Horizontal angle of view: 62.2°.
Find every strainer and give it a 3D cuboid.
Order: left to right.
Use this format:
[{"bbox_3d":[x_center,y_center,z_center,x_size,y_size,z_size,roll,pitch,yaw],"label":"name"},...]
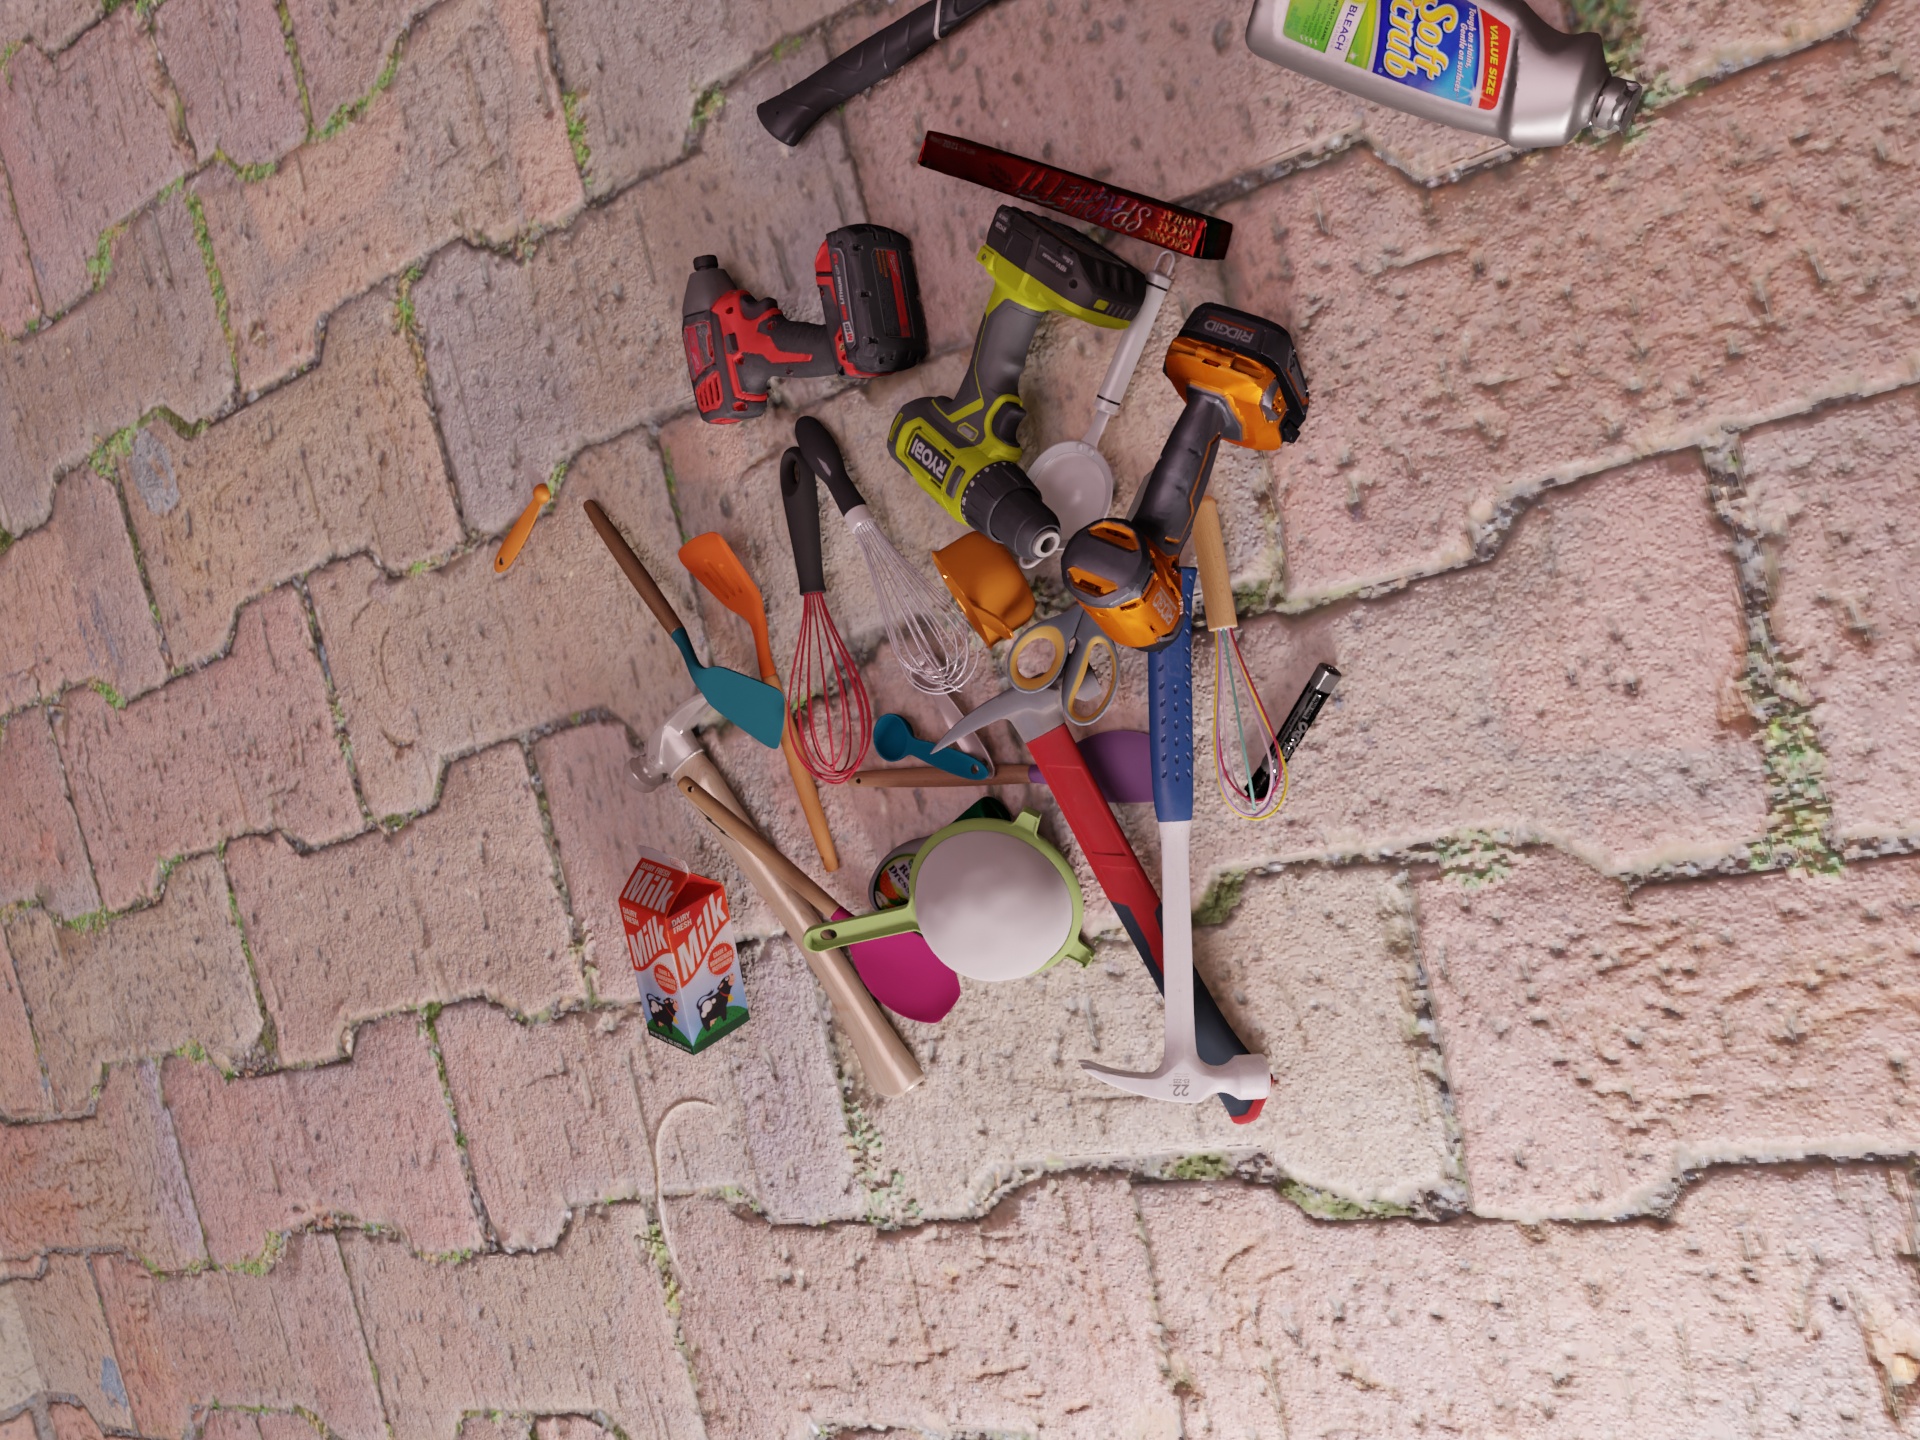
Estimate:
[{"bbox_3d":[-0.026,0.172,1.322,0.256,0.069,0.151,-15,108,21],"label":"strainer"},{"bbox_3d":[0.110,-0.232,1.211,0.087,0.050,0.258,35,111,35],"label":"strainer"}]

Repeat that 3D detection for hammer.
[{"bbox_3d":[-0.156,0.161,1.462,0.146,0.038,0.411,-43,78,30],"label":"hammer"},{"bbox_3d":[-0.001,-0.553,1.216,0.409,0.036,0.149,-18,89,34],"label":"hammer"},{"bbox_3d":[0.123,0.148,1.248,0.143,0.038,0.386,-28,91,5],"label":"hammer"},{"bbox_3d":[0.157,0.087,1.207,0.144,0.035,0.405,-2,90,-4],"label":"hammer"}]

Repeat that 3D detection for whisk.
[{"bbox_3d":[-0.125,-0.091,1.380,0.073,0.073,0.296,-8,89,33],"label":"whisk"},{"bbox_3d":[-0.069,-0.142,1.329,0.070,0.070,0.285,-41,70,31],"label":"whisk"},{"bbox_3d":[0.202,-0.047,1.183,0.047,0.051,0.245,-11,84,21],"label":"whisk"}]

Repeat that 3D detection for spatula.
[{"bbox_3d":[-0.261,-0.100,1.457,0.318,0.044,0.082,52,149,26],"label":"spatula"},{"bbox_3d":[-0.173,-0.014,1.432,0.081,0.041,0.322,-15,94,53],"label":"spatula"},{"bbox_3d":[0.037,0.043,1.327,0.316,0.018,0.060,-4,99,31],"label":"spatula"}]

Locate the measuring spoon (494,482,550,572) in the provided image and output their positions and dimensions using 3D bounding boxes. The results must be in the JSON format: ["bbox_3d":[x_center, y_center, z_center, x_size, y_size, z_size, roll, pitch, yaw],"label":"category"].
[{"bbox_3d":[-0.438,-0.189,1.577,0.021,0.011,0.117,48,120,14],"label":"measuring spoon"}]

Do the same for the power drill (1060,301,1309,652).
[{"bbox_3d":[0.159,-0.156,1.117,0.084,0.164,0.226,26,84,26],"label":"power drill"}]

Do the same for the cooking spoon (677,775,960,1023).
[{"bbox_3d":[-0.131,0.154,1.420,0.319,0.017,0.069,39,91,7],"label":"cooking spoon"}]

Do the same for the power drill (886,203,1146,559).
[{"bbox_3d":[0.046,-0.250,1.201,0.191,0.080,0.228,47,122,39],"label":"power drill"}]

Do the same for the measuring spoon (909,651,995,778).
[{"bbox_3d":[-0.002,-0.004,1.337,0.034,0.018,0.124,-40,75,33],"label":"measuring spoon"}]

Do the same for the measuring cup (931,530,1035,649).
[{"bbox_3d":[0.032,-0.097,1.224,0.052,0.174,0.095,-33,111,-5],"label":"measuring cup"}]

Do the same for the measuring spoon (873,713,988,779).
[{"bbox_3d":[-0.021,0.026,1.349,0.129,0.021,0.042,20,107,36],"label":"measuring spoon"}]

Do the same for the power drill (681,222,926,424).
[{"bbox_3d":[-0.143,-0.336,1.328,0.220,0.078,0.143,-6,96,35],"label":"power drill"}]
